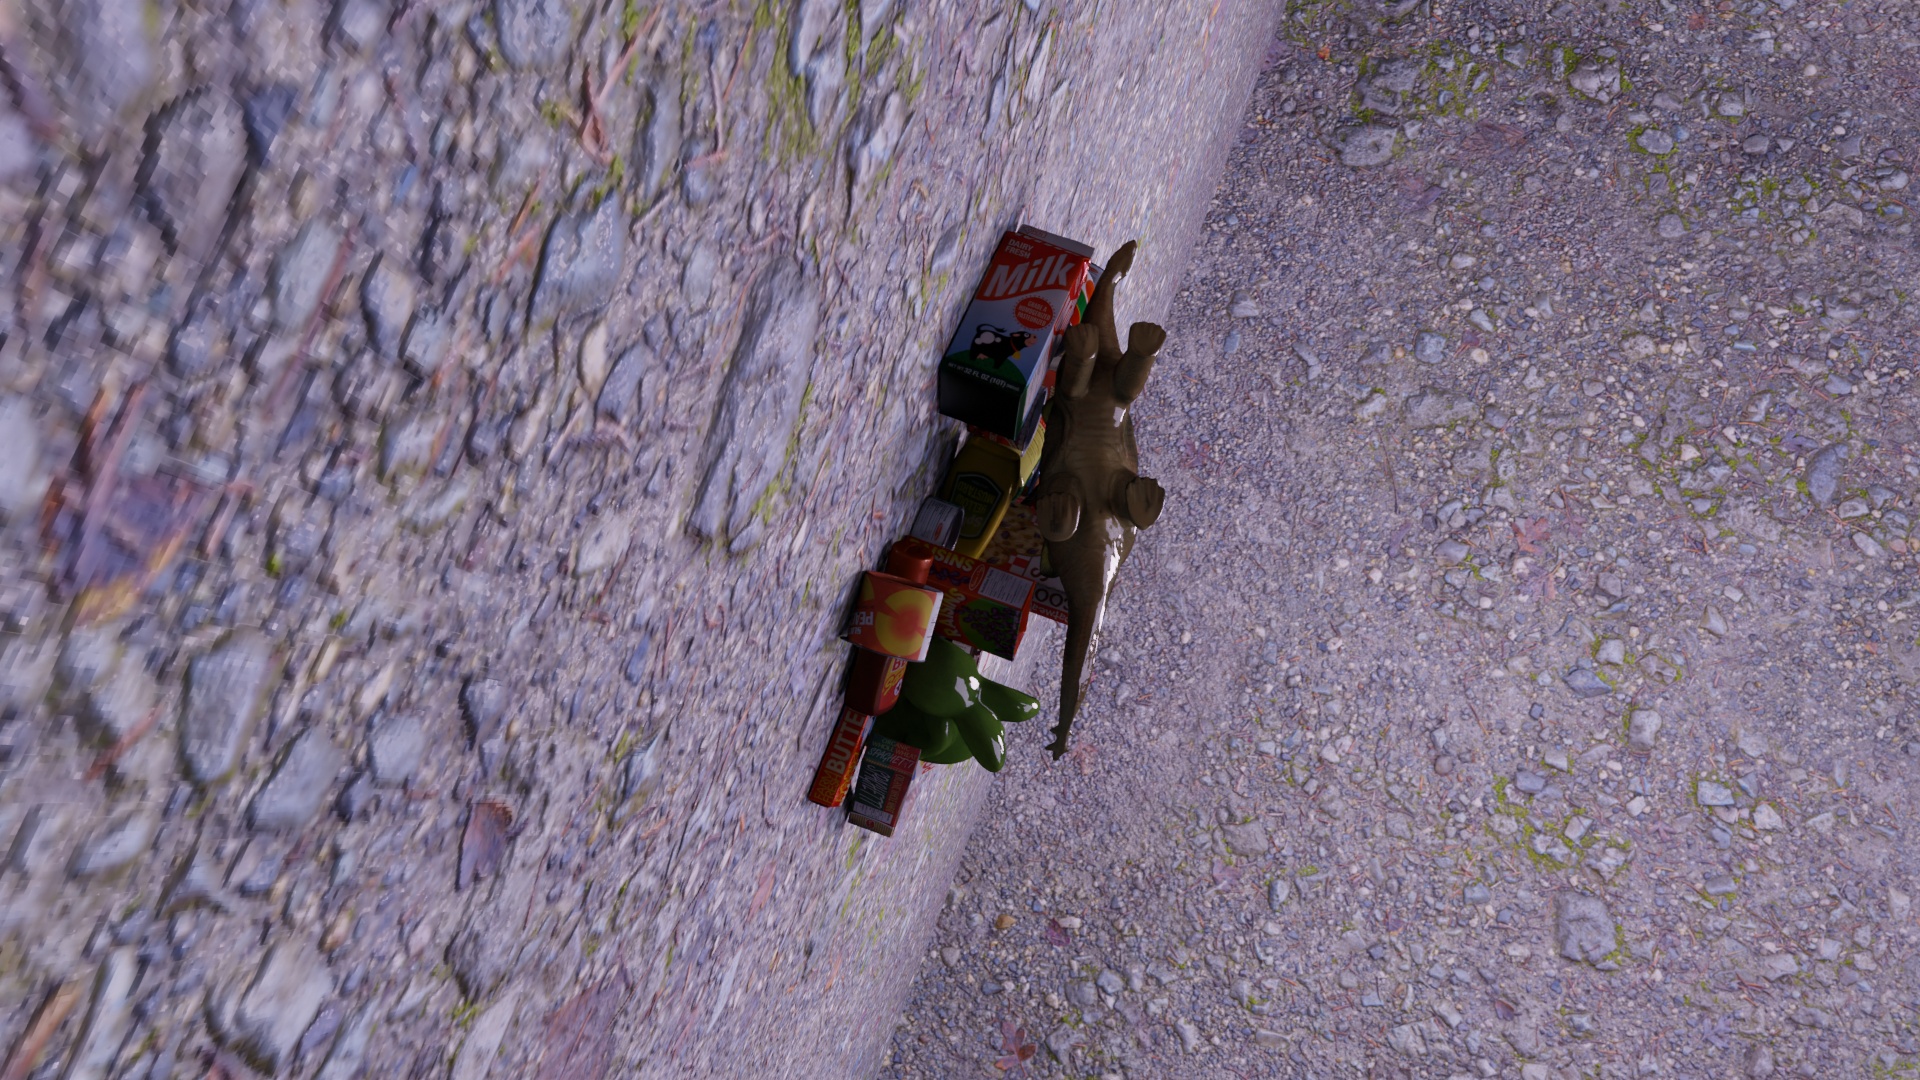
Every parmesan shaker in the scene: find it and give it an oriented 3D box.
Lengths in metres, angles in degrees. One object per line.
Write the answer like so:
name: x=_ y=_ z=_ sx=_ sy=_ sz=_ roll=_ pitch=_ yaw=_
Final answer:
parmesan shaker: x=0.044 y=-0.090 z=1.392 sx=0.103 sy=0.071 sz=0.071 roll=-58 pitch=166 yaw=-49

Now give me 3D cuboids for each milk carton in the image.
milk carton: x=0.050 y=-0.187 z=1.168 sx=0.073 sy=0.072 sz=0.191 roll=95 pitch=18 yaw=-63

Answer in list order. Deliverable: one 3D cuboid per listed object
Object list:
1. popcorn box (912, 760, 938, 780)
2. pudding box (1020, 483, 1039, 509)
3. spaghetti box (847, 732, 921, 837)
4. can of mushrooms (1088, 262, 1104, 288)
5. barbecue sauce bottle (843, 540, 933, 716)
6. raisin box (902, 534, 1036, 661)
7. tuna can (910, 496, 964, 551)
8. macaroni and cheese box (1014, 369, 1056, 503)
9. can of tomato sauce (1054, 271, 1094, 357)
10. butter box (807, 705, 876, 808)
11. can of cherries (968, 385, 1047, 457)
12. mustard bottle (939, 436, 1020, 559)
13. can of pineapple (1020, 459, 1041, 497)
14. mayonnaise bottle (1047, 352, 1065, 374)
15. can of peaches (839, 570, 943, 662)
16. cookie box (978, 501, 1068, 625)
popcorn box: x=-0.043 y=0.211 z=1.494 sx=0.085 sy=0.038 sz=0.126 roll=-28 pitch=154 yaw=-21
pudding box: x=0.090 y=-0.041 z=1.496 sx=0.049 sy=0.030 sz=0.084 roll=-46 pitch=-176 yaw=8
spaghetti box: x=-0.076 y=0.242 z=1.353 sx=0.249 sy=0.050 sz=0.029 roll=107 pitch=3 yaw=-64
can of mushrooms: x=0.129 y=-0.267 z=1.489 sx=0.070 sy=0.071 sz=0.033 roll=91 pitch=21 yaw=-65
barbecue sauce bottle: x=-0.059 y=0.073 z=1.181 sx=0.065 sy=0.044 sz=0.148 roll=-41 pitch=150 yaw=-65
raisin box: x=-0.001 y=0.052 z=1.225 sx=0.085 sy=0.123 sz=0.040 roll=97 pitch=16 yaw=-55
tuna can: x=-0.023 y=-0.004 z=1.263 sx=0.071 sy=0.033 sz=0.071 roll=18 pitch=92 yaw=-81
macaroni and cheese box: x=0.078 y=-0.097 z=1.591 sx=0.124 sy=0.040 sz=0.165 roll=-78 pitch=-179 yaw=-55
can of tomato sauce: x=0.088 y=-0.223 z=1.333 sx=0.083 sy=0.071 sz=0.070 roll=-62 pitch=168 yaw=-45
butter box: x=-0.102 y=0.187 z=1.238 sx=0.053 sy=0.024 sz=0.103 roll=70 pitch=41 yaw=-79
can of cherries: x=0.044 y=-0.122 z=1.328 sx=0.071 sy=0.058 sz=0.071 roll=17 pitch=93 yaw=-82
mustard bottle: x=0.005 y=-0.016 z=1.313 sx=0.049 sy=0.065 sz=0.159 roll=-57 pitch=169 yaw=-72
can of pineapple: x=0.056 y=-0.084 z=1.486 sx=0.071 sy=0.058 sz=0.071 roll=18 pitch=93 yaw=-82
mayonnaise bottle: x=0.136 y=-0.227 z=1.660 sx=0.149 sy=0.065 sz=0.041 roll=-66 pitch=168 yaw=-50
can of peaches: x=-0.054 y=0.059 z=1.108 sx=0.071 sy=0.071 sz=0.058 roll=-1 pitch=108 yaw=-81
cookie box: x=0.064 y=0.015 z=1.397 sx=0.123 sy=0.167 sz=0.040 roll=-58 pitch=165 yaw=-53
